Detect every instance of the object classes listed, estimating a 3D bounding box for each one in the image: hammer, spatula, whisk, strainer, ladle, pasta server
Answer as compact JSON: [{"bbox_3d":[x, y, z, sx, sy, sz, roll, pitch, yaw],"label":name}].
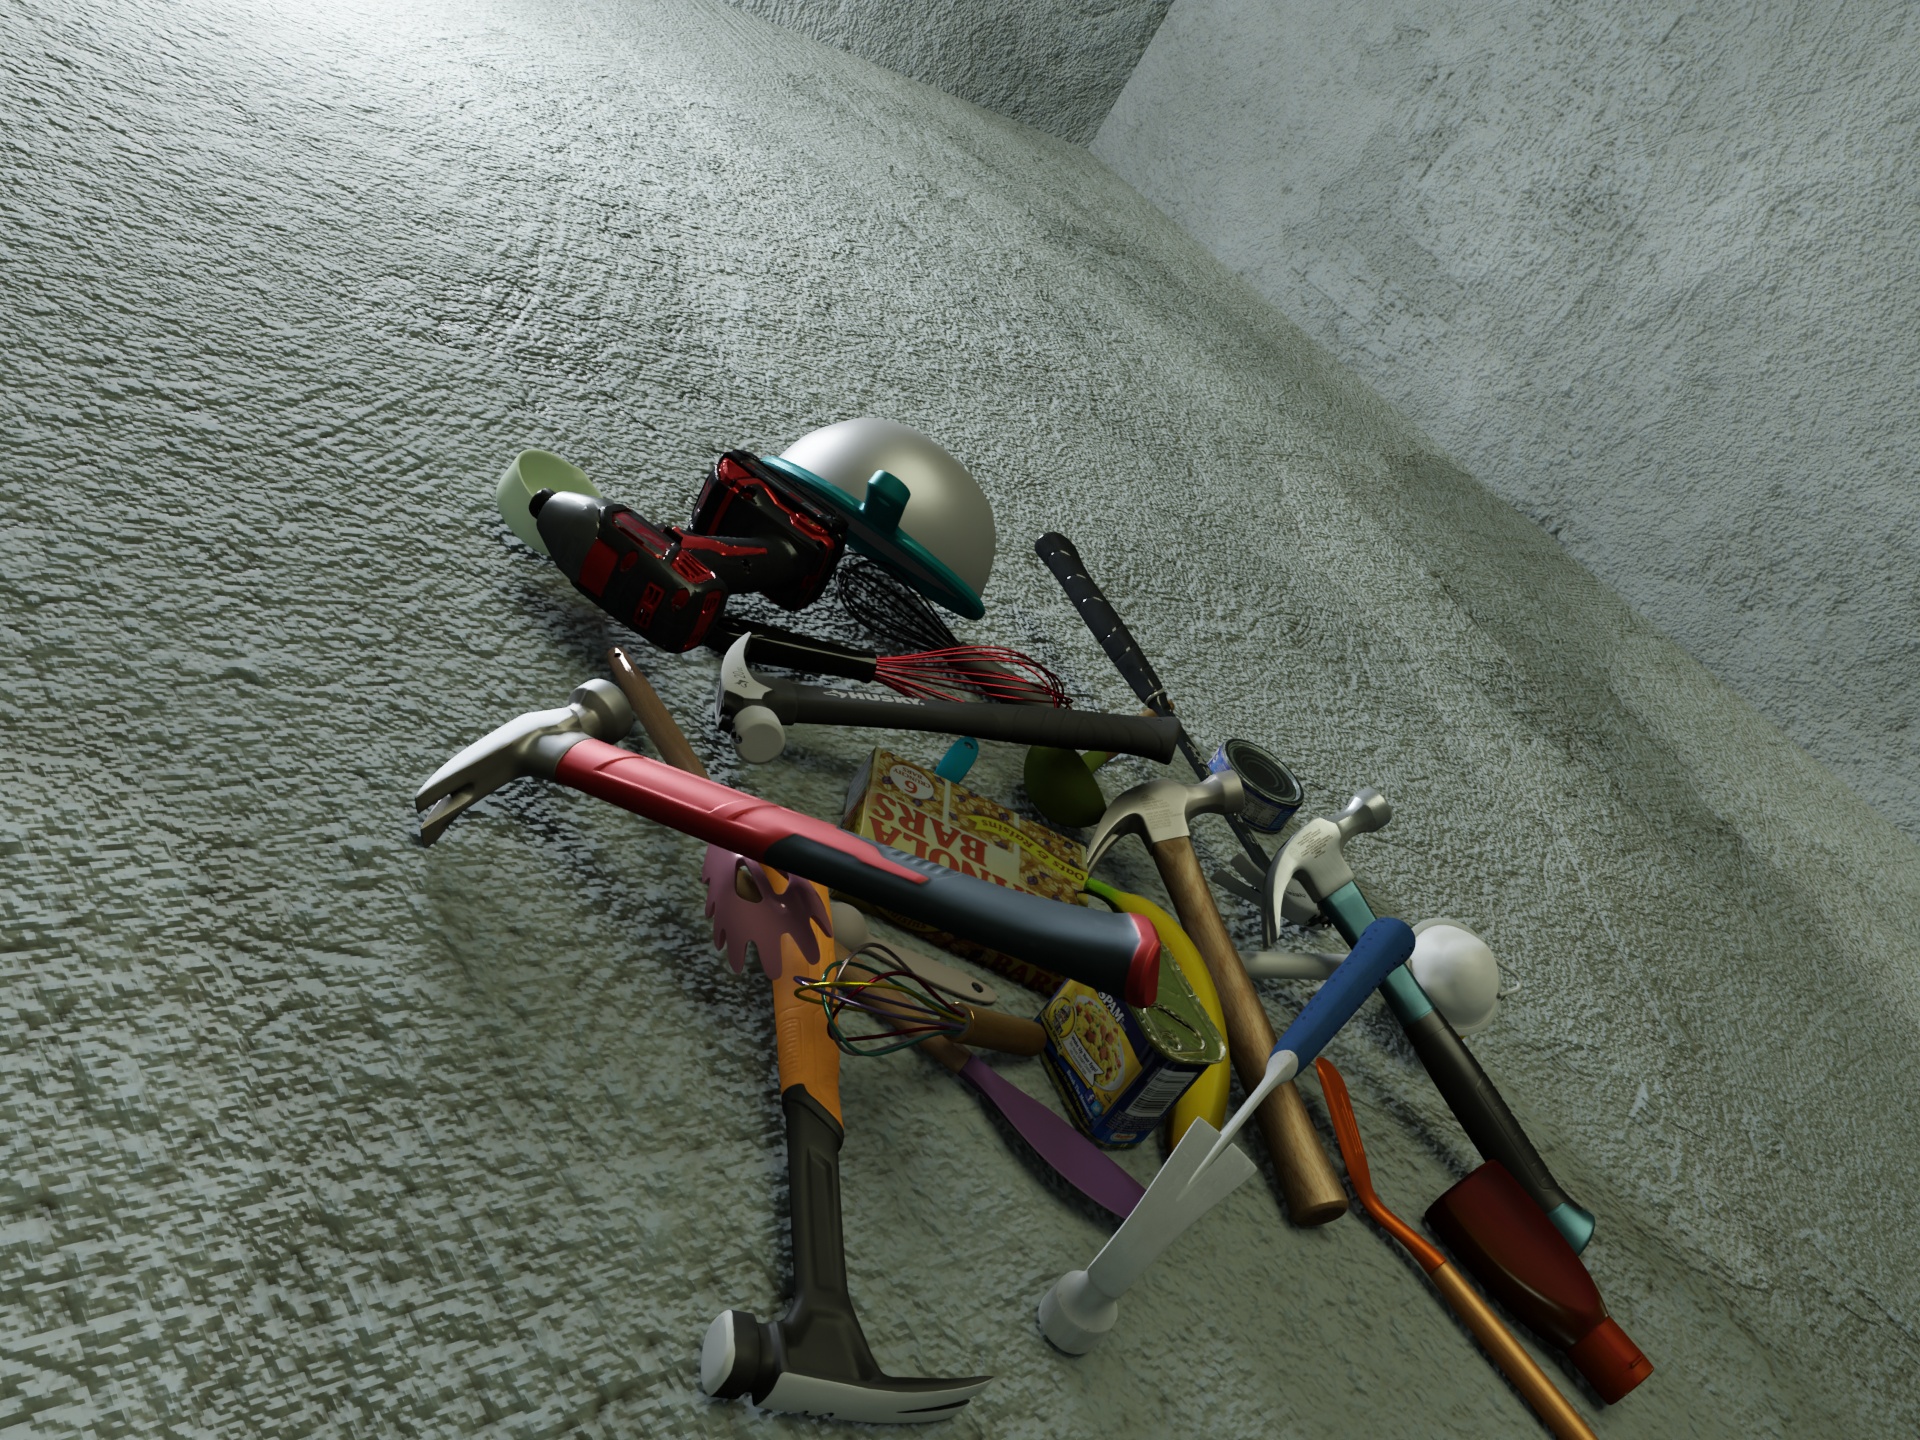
[{"bbox_3d":[-0.086,0.069,0.783,0.386,0.038,0.143,17,34,26],"label":"hammer"},{"bbox_3d":[0.309,0.342,0.949,0.323,0.041,0.081,51,7,26],"label":"spatula"},{"bbox_3d":[-0.048,-0.035,1.162,0.295,0.073,0.073,12,34,-23],"label":"whisk"},{"bbox_3d":[-0.009,0.157,0.834,0.244,0.047,0.051,30,25,-58],"label":"whisk"},{"bbox_3d":[-0.001,-0.055,1.253,0.239,0.055,0.055,34,27,-6],"label":"whisk"},{"bbox_3d":[-0.040,-0.175,1.182,0.211,0.095,0.340,35,-4,-4],"label":"strainer"},{"bbox_3d":[-0.002,-0.003,1.076,0.334,0.035,0.146,5,23,-20],"label":"hammer"},{"bbox_3d":[0.182,0.198,0.898,0.035,0.144,0.405,41,33,16],"label":"hammer"},{"bbox_3d":[0.290,0.177,1.130,0.258,0.050,0.087,3,66,-9],"label":"strainer"},{"bbox_3d":[0.128,0.016,1.265,0.078,0.062,0.320,58,27,2],"label":"ladle"},{"bbox_3d":[0.172,0.172,1.043,0.130,0.031,0.332,-11,50,-7],"label":"hammer"},{"bbox_3d":[0.162,-0.006,1.285,0.149,0.036,0.409,20,33,-51],"label":"hammer"},{"bbox_3d":[0.321,0.213,1.082,0.128,0.033,0.331,-28,76,-14],"label":"hammer"},{"bbox_3d":[-0.154,0.037,0.913,0.060,0.040,0.317,-19,36,-19],"label":"pasta server"},{"bbox_3d":[-0.068,0.181,0.794,0.127,0.034,0.337,19,35,-24],"label":"hammer"},{"bbox_3d":[-0.018,0.177,0.890,0.316,0.018,0.060,38,14,8],"label":"spatula"}]

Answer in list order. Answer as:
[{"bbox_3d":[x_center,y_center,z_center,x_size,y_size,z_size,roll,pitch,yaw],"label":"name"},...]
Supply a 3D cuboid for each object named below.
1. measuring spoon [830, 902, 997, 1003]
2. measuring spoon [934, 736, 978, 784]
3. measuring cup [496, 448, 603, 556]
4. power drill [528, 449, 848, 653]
[{"bbox_3d":[-0.029,0.138,0.943,0.124,0.018,0.034,26,28,-15],"label":"measuring spoon"},{"bbox_3d":[-0.006,0.034,1.128,0.042,0.021,0.129,34,29,1],"label":"measuring spoon"},{"bbox_3d":[-0.252,-0.117,1.108,0.167,0.038,0.083,44,24,-17],"label":"measuring cup"},{"bbox_3d":[-0.183,-0.120,1.078,0.143,0.078,0.219,35,25,13],"label":"power drill"}]
